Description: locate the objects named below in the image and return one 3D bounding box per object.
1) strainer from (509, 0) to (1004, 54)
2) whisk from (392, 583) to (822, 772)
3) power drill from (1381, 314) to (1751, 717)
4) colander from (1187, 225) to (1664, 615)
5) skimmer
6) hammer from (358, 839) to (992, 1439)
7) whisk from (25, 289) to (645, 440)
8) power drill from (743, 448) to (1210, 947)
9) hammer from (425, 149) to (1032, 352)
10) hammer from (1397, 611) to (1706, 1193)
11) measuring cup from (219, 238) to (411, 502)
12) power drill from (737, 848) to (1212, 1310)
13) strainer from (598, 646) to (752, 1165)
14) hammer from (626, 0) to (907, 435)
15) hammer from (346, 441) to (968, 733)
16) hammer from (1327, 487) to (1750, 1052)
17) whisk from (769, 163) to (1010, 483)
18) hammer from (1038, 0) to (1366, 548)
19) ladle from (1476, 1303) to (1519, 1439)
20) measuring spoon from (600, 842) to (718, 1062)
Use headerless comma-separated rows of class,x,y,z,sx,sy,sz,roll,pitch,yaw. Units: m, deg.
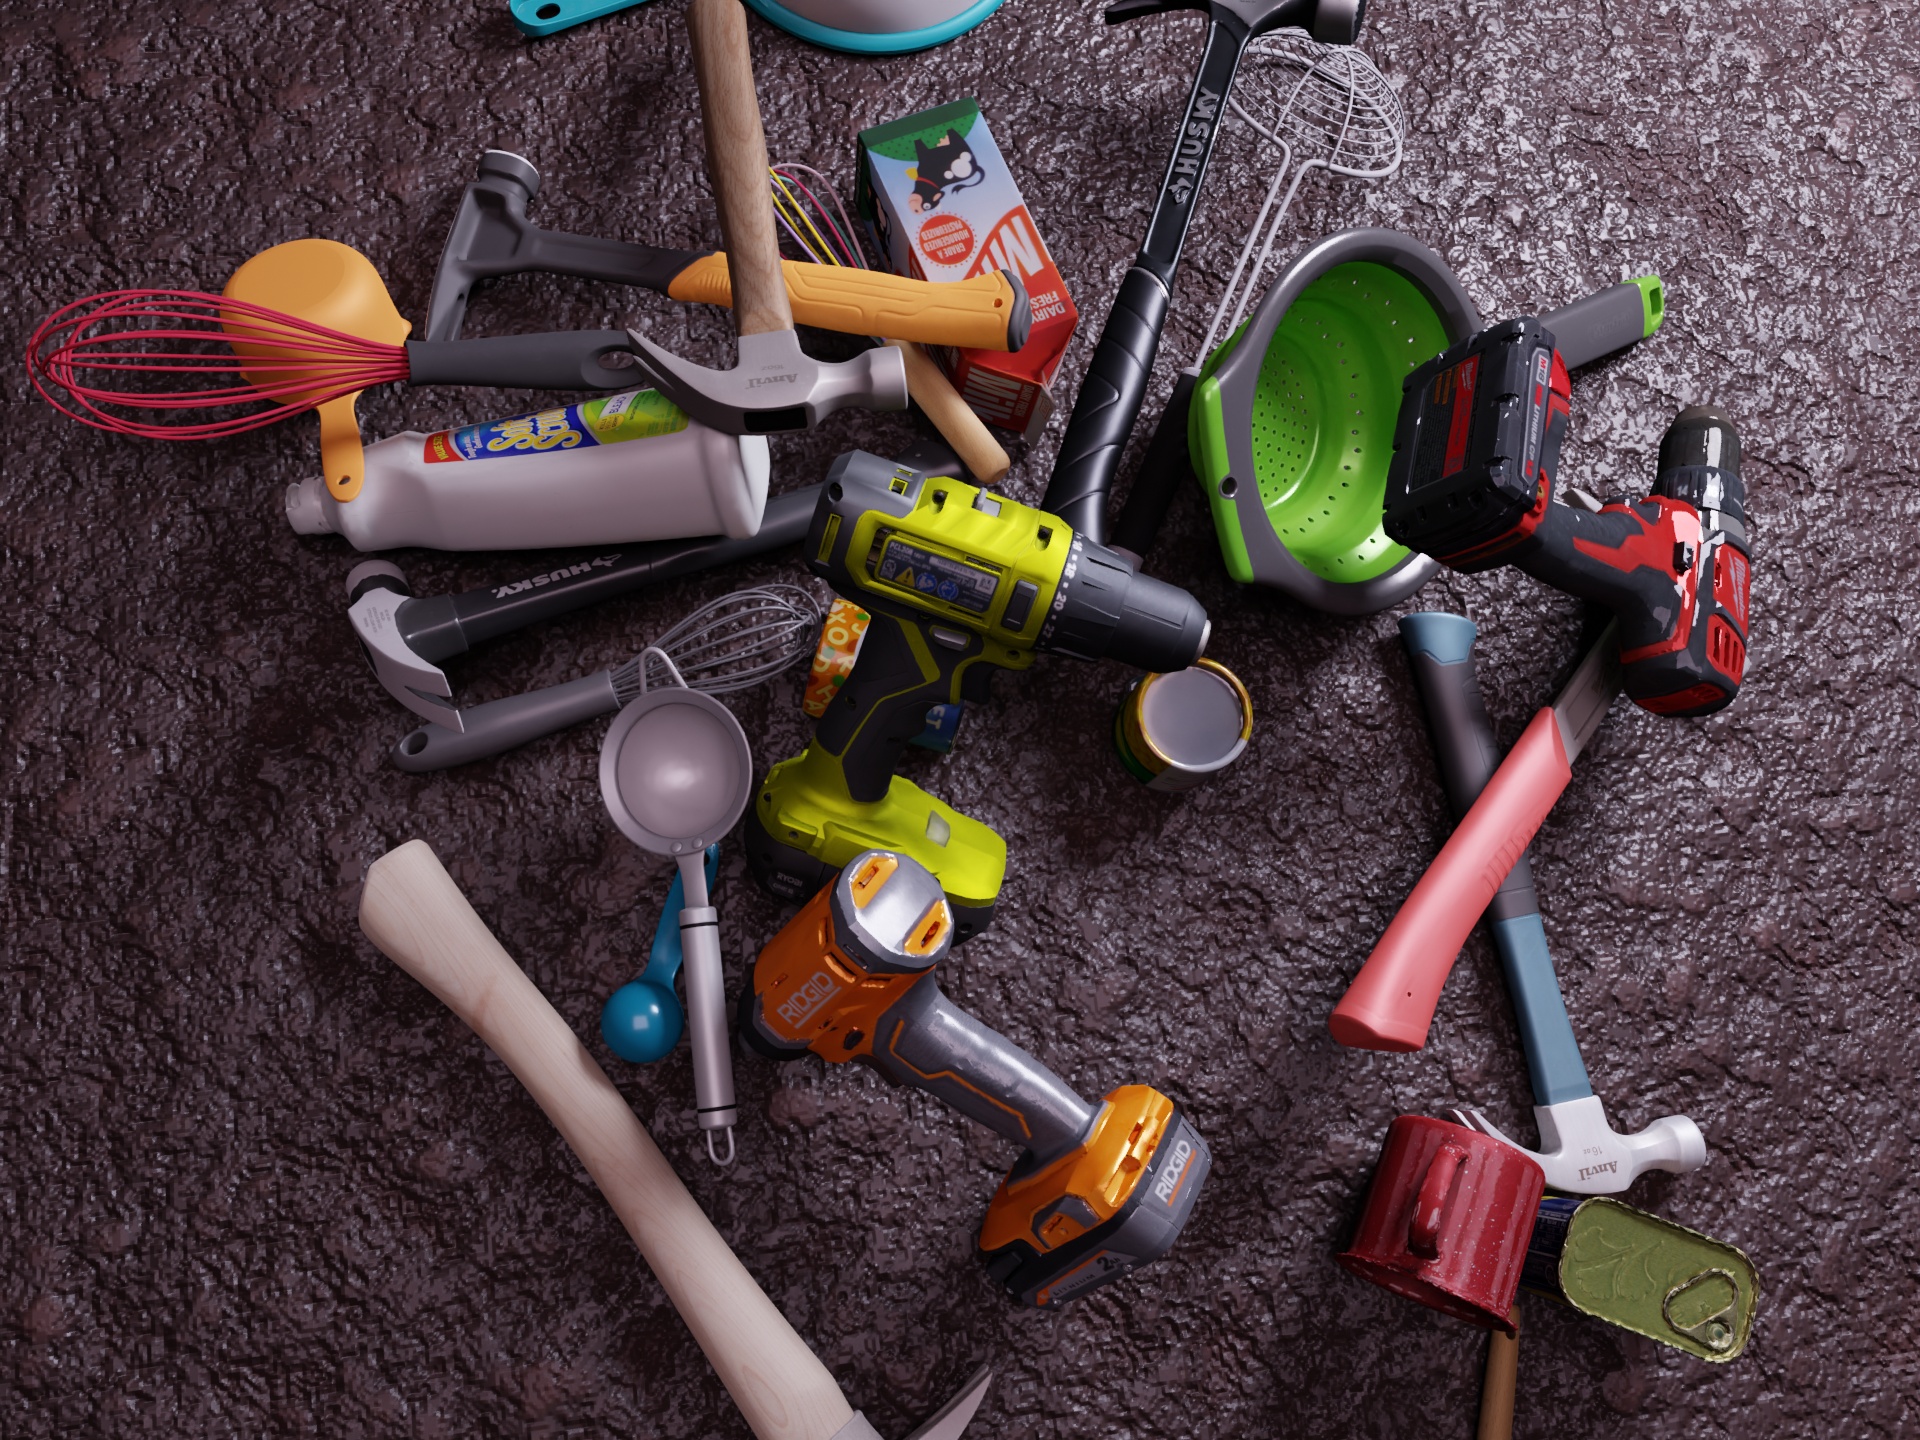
strainer,-0.109,-0.493,0.942,0.340,0.095,0.211,-25,81,-12
whisk,-0.188,-0.019,0.852,0.239,0.055,0.055,-19,80,-5
power drill,0.341,-0.125,0.852,0.226,0.080,0.188,26,65,-24
colander,0.259,-0.194,0.922,0.397,0.094,0.204,-25,112,-29
skimmer,0.160,-0.252,0.953,0.127,0.090,0.363,24,86,-6
hammer,-0.159,0.224,0.805,0.146,0.038,0.411,-37,83,-14
whisk,-0.296,-0.178,0.791,0.295,0.073,0.073,-7,78,-24
power drill,-0.001,-0.003,0.783,0.190,0.080,0.228,20,119,-3
hammer,-0.127,-0.234,0.870,0.337,0.034,0.127,11,76,12
hammer,0.307,0.096,0.888,0.128,0.033,0.331,-10,78,-10
measuring cup,-0.338,-0.188,0.834,0.095,0.052,0.174,-18,54,-8
power drill,-0.008,0.181,0.784,0.226,0.164,0.084,43,43,-2
strainer,-0.134,0.092,0.802,0.087,0.050,0.258,-11,79,17
hammer,-0.118,-0.279,0.848,0.130,0.031,0.332,-9,57,-5
hammer,-0.151,-0.087,0.849,0.334,0.035,0.146,-20,37,-17
hammer,0.298,0.031,0.861,0.149,0.036,0.359,44,65,-1
whisk,-0.052,-0.229,0.897,0.051,0.047,0.245,-28,74,-31
hammer,0.102,-0.252,0.861,0.149,0.036,0.409,14,70,15
ladle,0.258,0.458,0.804,0.069,0.031,0.315,14,74,-6
measuring spoon,-0.149,0.113,0.822,0.042,0.021,0.129,21,61,-9
